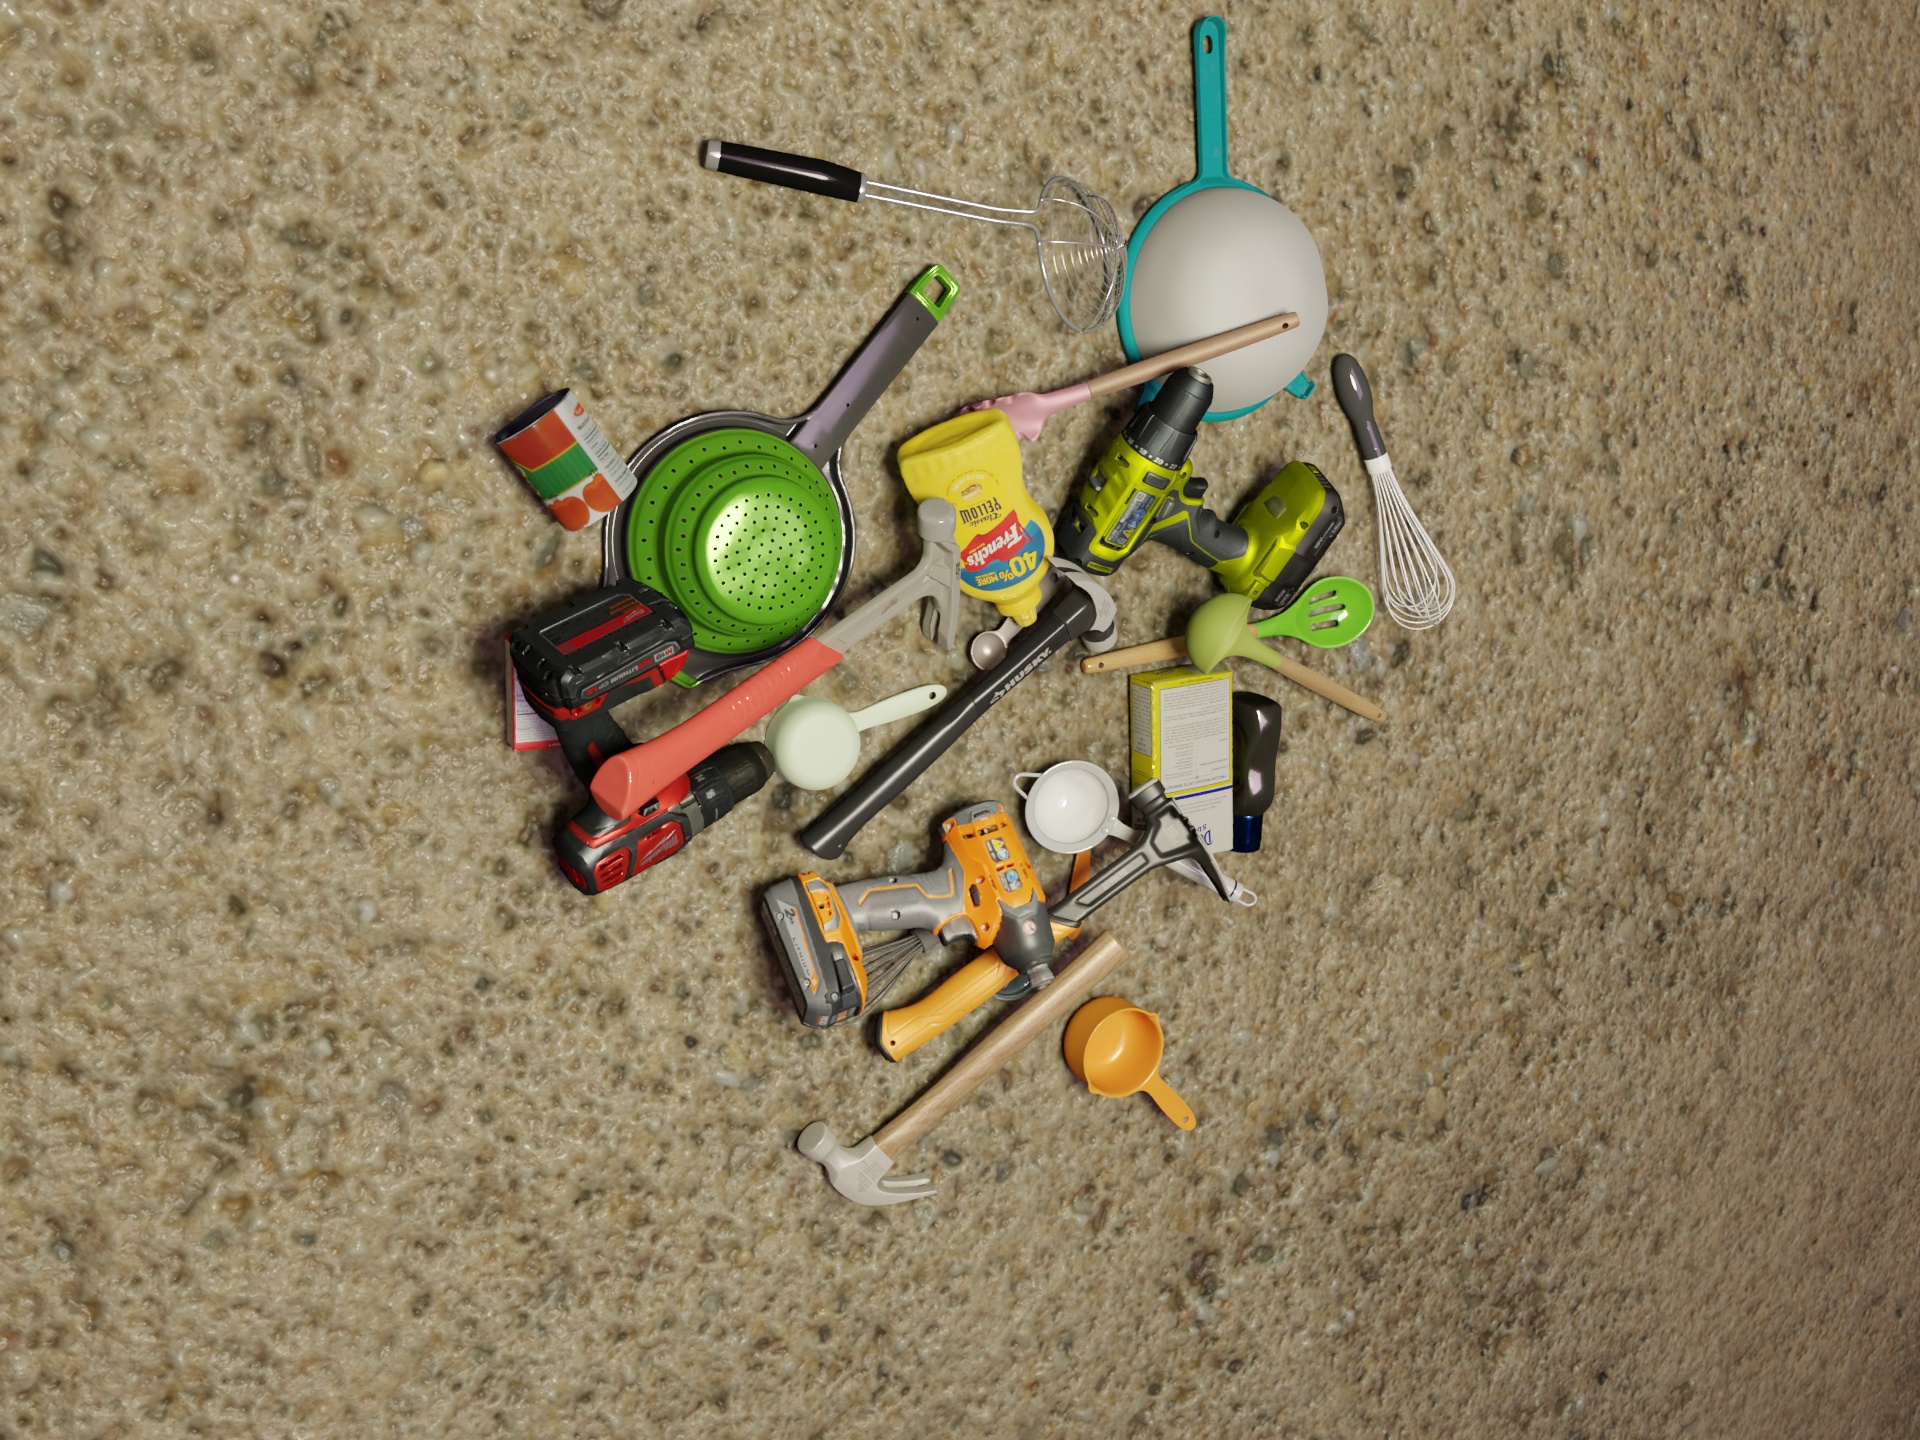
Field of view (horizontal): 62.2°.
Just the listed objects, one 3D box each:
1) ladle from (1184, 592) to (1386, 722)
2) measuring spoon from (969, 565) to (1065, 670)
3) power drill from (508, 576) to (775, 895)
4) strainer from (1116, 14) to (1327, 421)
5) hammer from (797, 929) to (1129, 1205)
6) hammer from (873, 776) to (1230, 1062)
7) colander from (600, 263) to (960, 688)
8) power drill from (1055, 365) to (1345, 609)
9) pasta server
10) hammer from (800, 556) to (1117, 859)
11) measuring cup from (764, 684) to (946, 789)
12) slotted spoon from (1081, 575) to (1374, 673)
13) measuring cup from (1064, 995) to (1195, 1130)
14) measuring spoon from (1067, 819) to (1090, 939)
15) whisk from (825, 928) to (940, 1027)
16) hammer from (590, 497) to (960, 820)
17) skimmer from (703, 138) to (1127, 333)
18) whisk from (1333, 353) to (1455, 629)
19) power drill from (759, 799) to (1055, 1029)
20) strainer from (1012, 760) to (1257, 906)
[{"bbox_3d":[0.317,-0.042,1.481,0.319,0.062,0.078,22,103,-41],"label":"ladle"},{"bbox_3d":[0.050,-0.091,1.386,0.034,0.018,0.124,48,71,-18],"label":"measuring spoon"},{"bbox_3d":[-0.231,0.009,1.194,0.188,0.080,0.226,-30,136,-29],"label":"power drill"},{"bbox_3d":[0.242,-0.427,1.364,0.211,0.095,0.340,-12,108,-24],"label":"strainer"},{"bbox_3d":[0.019,0.307,1.417,0.331,0.031,0.130,-40,120,-4],"label":"hammer"},{"bbox_3d":[0.071,0.195,1.386,0.337,0.034,0.127,-35,89,-2],"label":"hammer"},{"bbox_3d":[-0.113,-0.198,1.230,0.204,0.095,0.397,41,81,-28],"label":"colander"},{"bbox_3d":[0.217,-0.195,1.379,0.228,0.080,0.190,14,123,-31],"label":"power drill"},{"bbox_3d":[0.134,-0.280,1.321,0.316,0.040,0.060,-19,125,-1],"label":"pasta server"},{"bbox_3d":[-0.002,-0.004,1.337,0.335,0.035,0.146,-42,154,-7],"label":"hammer"},{"bbox_3d":[-0.079,0.005,1.322,0.167,0.038,0.083,-21,110,-20],"label":"measuring cup"},{"bbox_3d":[0.251,-0.081,1.483,0.313,0.031,0.070,-13,106,-23],"label":"slotted spoon"},{"bbox_3d":[0.165,0.331,1.513,0.095,0.052,0.173,-47,119,-11],"label":"measuring cup"},{"bbox_3d":[0.108,0.147,1.469,0.021,0.011,0.117,-1,105,-27],"label":"measuring spoon"},{"bbox_3d":[-0.034,0.193,1.384,0.239,0.055,0.055,-31,113,-22],"label":"whisk"},{"bbox_3d":[-0.127,-0.030,1.203,0.359,0.037,0.149,-39,149,-33],"label":"hammer"},{"bbox_3d":[-0.028,-0.397,1.266,0.363,0.090,0.127,6,78,-18],"label":"skimmer"},{"bbox_3d":[0.410,-0.217,1.522,0.070,0.070,0.284,-30,108,-19],"label":"whisk"},{"bbox_3d":[-0.035,0.174,1.316,0.226,0.084,0.164,-18,69,-18],"label":"power drill"},{"bbox_3d":[0.157,0.107,1.433,0.258,0.050,0.087,28,97,-9],"label":"strainer"}]
